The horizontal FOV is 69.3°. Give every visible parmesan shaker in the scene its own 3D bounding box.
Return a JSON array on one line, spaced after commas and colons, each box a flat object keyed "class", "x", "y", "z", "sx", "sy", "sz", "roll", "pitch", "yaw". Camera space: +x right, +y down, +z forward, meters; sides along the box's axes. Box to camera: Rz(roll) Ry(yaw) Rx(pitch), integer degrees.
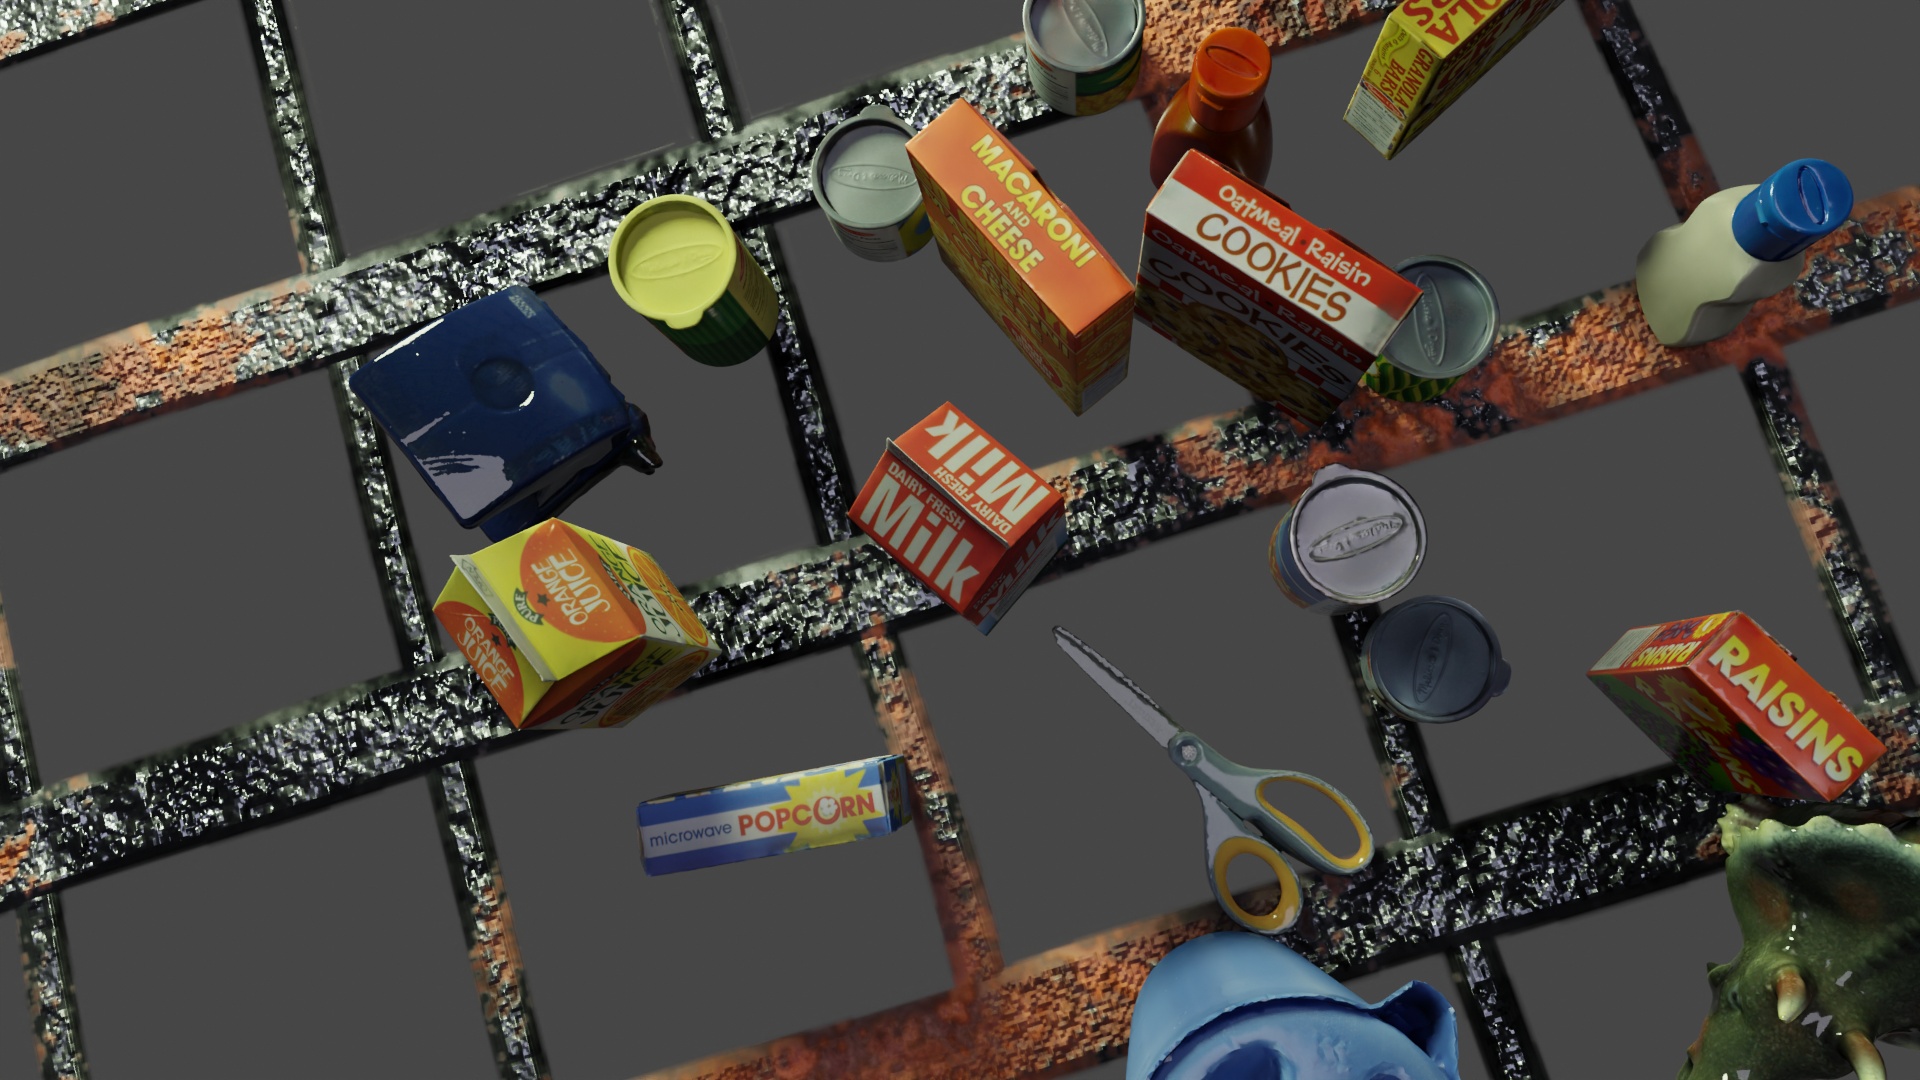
[{"class": "parmesan shaker", "x": -0.141, "y": -0.134, "z": 0.751, "sx": 0.071, "sy": 0.103, "sz": 0.071, "roll": -1, "pitch": 83, "yaw": 5}]

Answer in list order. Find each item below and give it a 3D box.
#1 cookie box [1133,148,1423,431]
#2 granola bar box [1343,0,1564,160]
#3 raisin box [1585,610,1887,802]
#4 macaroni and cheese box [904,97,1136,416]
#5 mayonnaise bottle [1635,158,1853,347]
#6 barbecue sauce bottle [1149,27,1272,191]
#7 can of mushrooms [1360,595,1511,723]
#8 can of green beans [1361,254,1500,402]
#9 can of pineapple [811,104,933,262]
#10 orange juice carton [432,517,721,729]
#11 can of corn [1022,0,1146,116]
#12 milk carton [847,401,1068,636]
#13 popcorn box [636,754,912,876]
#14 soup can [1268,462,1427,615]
[{"class": "cookie box", "x": 0.150, "y": -0.119, "z": 0.692, "sx": 0.123, "sy": 0.167, "sz": 0.040, "roll": 34, "pitch": 87, "yaw": 8}, {"class": "granola bar box", "x": 0.284, "y": -0.288, "z": 0.726, "sx": 0.165, "sy": 0.124, "sz": 0.039, "roll": -43, "pitch": 81, "yaw": -2}, {"class": "raisin box", "x": 0.367, "y": 0.080, "z": 0.669, "sx": 0.040, "sy": 0.123, "sz": 0.086, "roll": -43, "pitch": 81, "yaw": -1}, {"class": "macaroni and cheese box", "x": 0.034, "y": -0.137, "z": 0.705, "sx": 0.040, "sy": 0.166, "sz": 0.124, "roll": -40, "pitch": 81, "yaw": -1}, {"class": "mayonnaise bottle", "x": 0.383, "y": -0.143, "z": 0.686, "sx": 0.041, "sy": 0.148, "sz": 0.065, "roll": -12, "pitch": 82, "yaw": 3}, {"class": "barbecue sauce bottle", "x": 0.132, "y": -0.212, "z": 0.716, "sx": 0.065, "sy": 0.148, "sz": 0.043, "roll": 31, "pitch": 86, "yaw": 8}, {"class": "can of mushrooms", "x": 0.247, "y": 0.063, "z": 0.726, "sx": 0.071, "sy": 0.033, "sz": 0.071, "roll": -1, "pitch": 82, "yaw": 5}, {"class": "can of green beans", "x": 0.245, "y": -0.111, "z": 0.739, "sx": 0.071, "sy": 0.058, "sz": 0.071, "roll": -1, "pitch": 82, "yaw": 5}, {"class": "can of pineapple", "x": -0.045, "y": -0.196, "z": 0.774, "sx": 0.071, "sy": 0.058, "sz": 0.071, "roll": -1, "pitch": 82, "yaw": 5}, {"class": "orange juice carton", "x": -0.189, "y": 0.045, "z": 0.684, "sx": 0.073, "sy": 0.192, "sz": 0.072, "roll": -38, "pitch": 81, "yaw": -1}, {"class": "can of corn", "x": 0.071, "y": -0.281, "z": 0.776, "sx": 0.071, "sy": 0.058, "sz": 0.071, "roll": -1, "pitch": 82, "yaw": 5}, {"class": "milk carton", "x": 0.002, "y": -0.008, "z": 0.677, "sx": 0.072, "sy": 0.190, "sz": 0.073, "roll": 40, "pitch": 88, "yaw": 8}, {"class": "popcorn box", "x": -0.093, "y": 0.140, "z": 0.717, "sx": 0.127, "sy": 0.085, "sz": 0.038, "roll": -11, "pitch": 82, "yaw": 3}, {"class": "soup can", "x": 0.196, "y": 0.001, "z": 0.714, "sx": 0.071, "sy": 0.083, "sz": 0.071, "roll": -1, "pitch": 82, "yaw": 5}]
